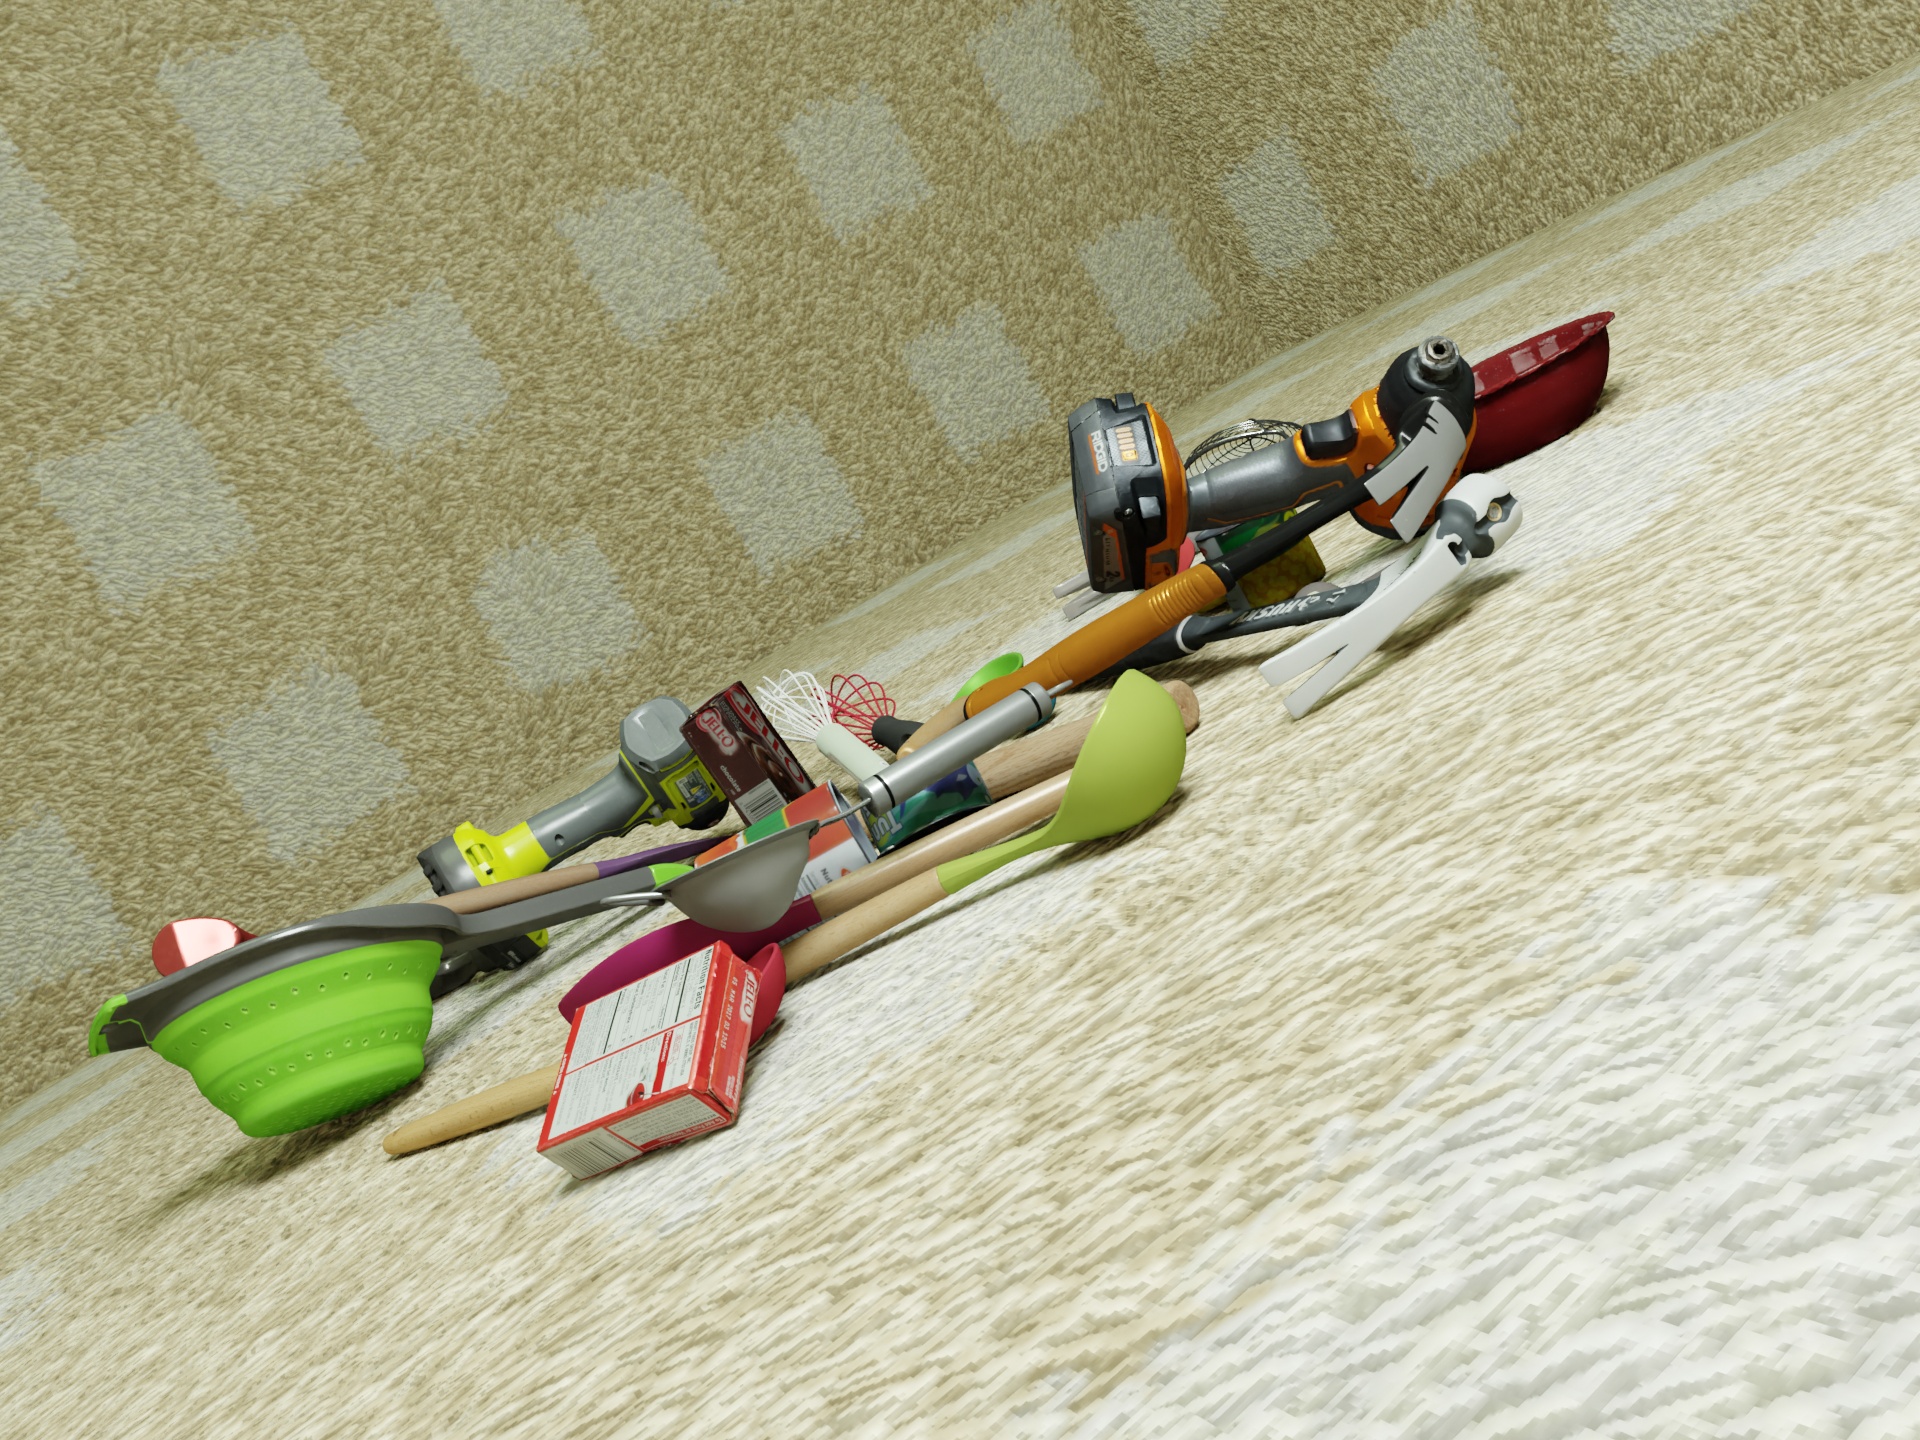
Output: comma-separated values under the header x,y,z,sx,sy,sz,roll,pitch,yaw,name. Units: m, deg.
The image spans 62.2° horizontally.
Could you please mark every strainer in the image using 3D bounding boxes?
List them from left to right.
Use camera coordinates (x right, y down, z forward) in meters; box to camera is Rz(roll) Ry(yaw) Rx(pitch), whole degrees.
x,y,z,sx,sy,sz,roll,pitch,yaw,name
-0.046,0.041,0.759,0.258,0.050,0.087,-30,-3,-22,strainer

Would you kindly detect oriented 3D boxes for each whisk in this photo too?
x,y,z,sx,sy,sz,roll,pitch,yaw,name
-0.098,0.012,1.165,0.059,0.057,0.246,-51,29,-3,whisk
-0.061,0.006,1.207,0.073,0.073,0.296,-31,14,-12,whisk

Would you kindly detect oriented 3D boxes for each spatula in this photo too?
x,y,z,sx,sy,sz,roll,pitch,yaw,name
-0.281,0.113,1.133,0.060,0.018,0.316,-25,-9,40,spatula

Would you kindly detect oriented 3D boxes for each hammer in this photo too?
x,y,z,sx,sy,sz,roll,pitch,yaw,name
-0.450,0.177,1.112,0.149,0.037,0.359,-26,-14,1,hammer
-0.007,0.041,0.914,0.331,0.031,0.130,-22,11,39,hammer
0.130,-0.115,1.218,0.143,0.038,0.386,-29,3,9,hammer
0.119,-0.064,0.868,0.337,0.034,0.127,-31,12,40,hammer
0.140,-0.047,0.915,0.149,0.036,0.409,-41,10,-18,hammer

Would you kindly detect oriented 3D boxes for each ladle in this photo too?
x,y,z,sx,sy,sz,roll,pitch,yaw,name
-0.192,0.174,0.774,0.315,0.031,0.069,-26,20,34,ladle
-0.035,0.076,0.743,0.320,0.062,0.078,-30,-6,16,ladle

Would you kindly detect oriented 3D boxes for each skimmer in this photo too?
x,y,z,sx,sy,sz,roll,pitch,yaw,name
0.265,-0.164,1.166,0.127,0.090,0.363,4,15,-13,skimmer

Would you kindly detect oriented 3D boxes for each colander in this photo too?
x,y,z,sx,sy,sz,roll,pitch,yaw,name
-0.338,0.181,1.036,0.397,0.094,0.204,-14,-17,-38,colander

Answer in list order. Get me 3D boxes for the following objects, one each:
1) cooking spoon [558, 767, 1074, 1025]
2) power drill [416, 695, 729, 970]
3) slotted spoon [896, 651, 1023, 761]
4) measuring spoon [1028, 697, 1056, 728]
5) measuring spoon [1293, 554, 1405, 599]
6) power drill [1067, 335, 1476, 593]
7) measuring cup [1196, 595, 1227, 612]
x,y,z,sx,sy,sz,roll,pitch,yaw,name
-0.048,0.081,0.788,0.319,0.068,0.017,-25,52,-3,cooking spoon
-0.281,0.089,1.214,0.223,0.080,0.171,-34,-24,-11,power drill
-0.002,-0.003,1.035,0.070,0.031,0.314,-37,1,14,slotted spoon
0.040,-0.002,1.080,0.042,0.021,0.128,-36,1,-12,measuring spoon
0.243,-0.092,0.909,0.124,0.018,0.034,-30,9,13,measuring spoon
0.179,-0.150,0.907,0.226,0.084,0.164,-10,-22,2,power drill
0.186,-0.100,1.142,0.062,0.029,0.156,-31,0,10,measuring cup
